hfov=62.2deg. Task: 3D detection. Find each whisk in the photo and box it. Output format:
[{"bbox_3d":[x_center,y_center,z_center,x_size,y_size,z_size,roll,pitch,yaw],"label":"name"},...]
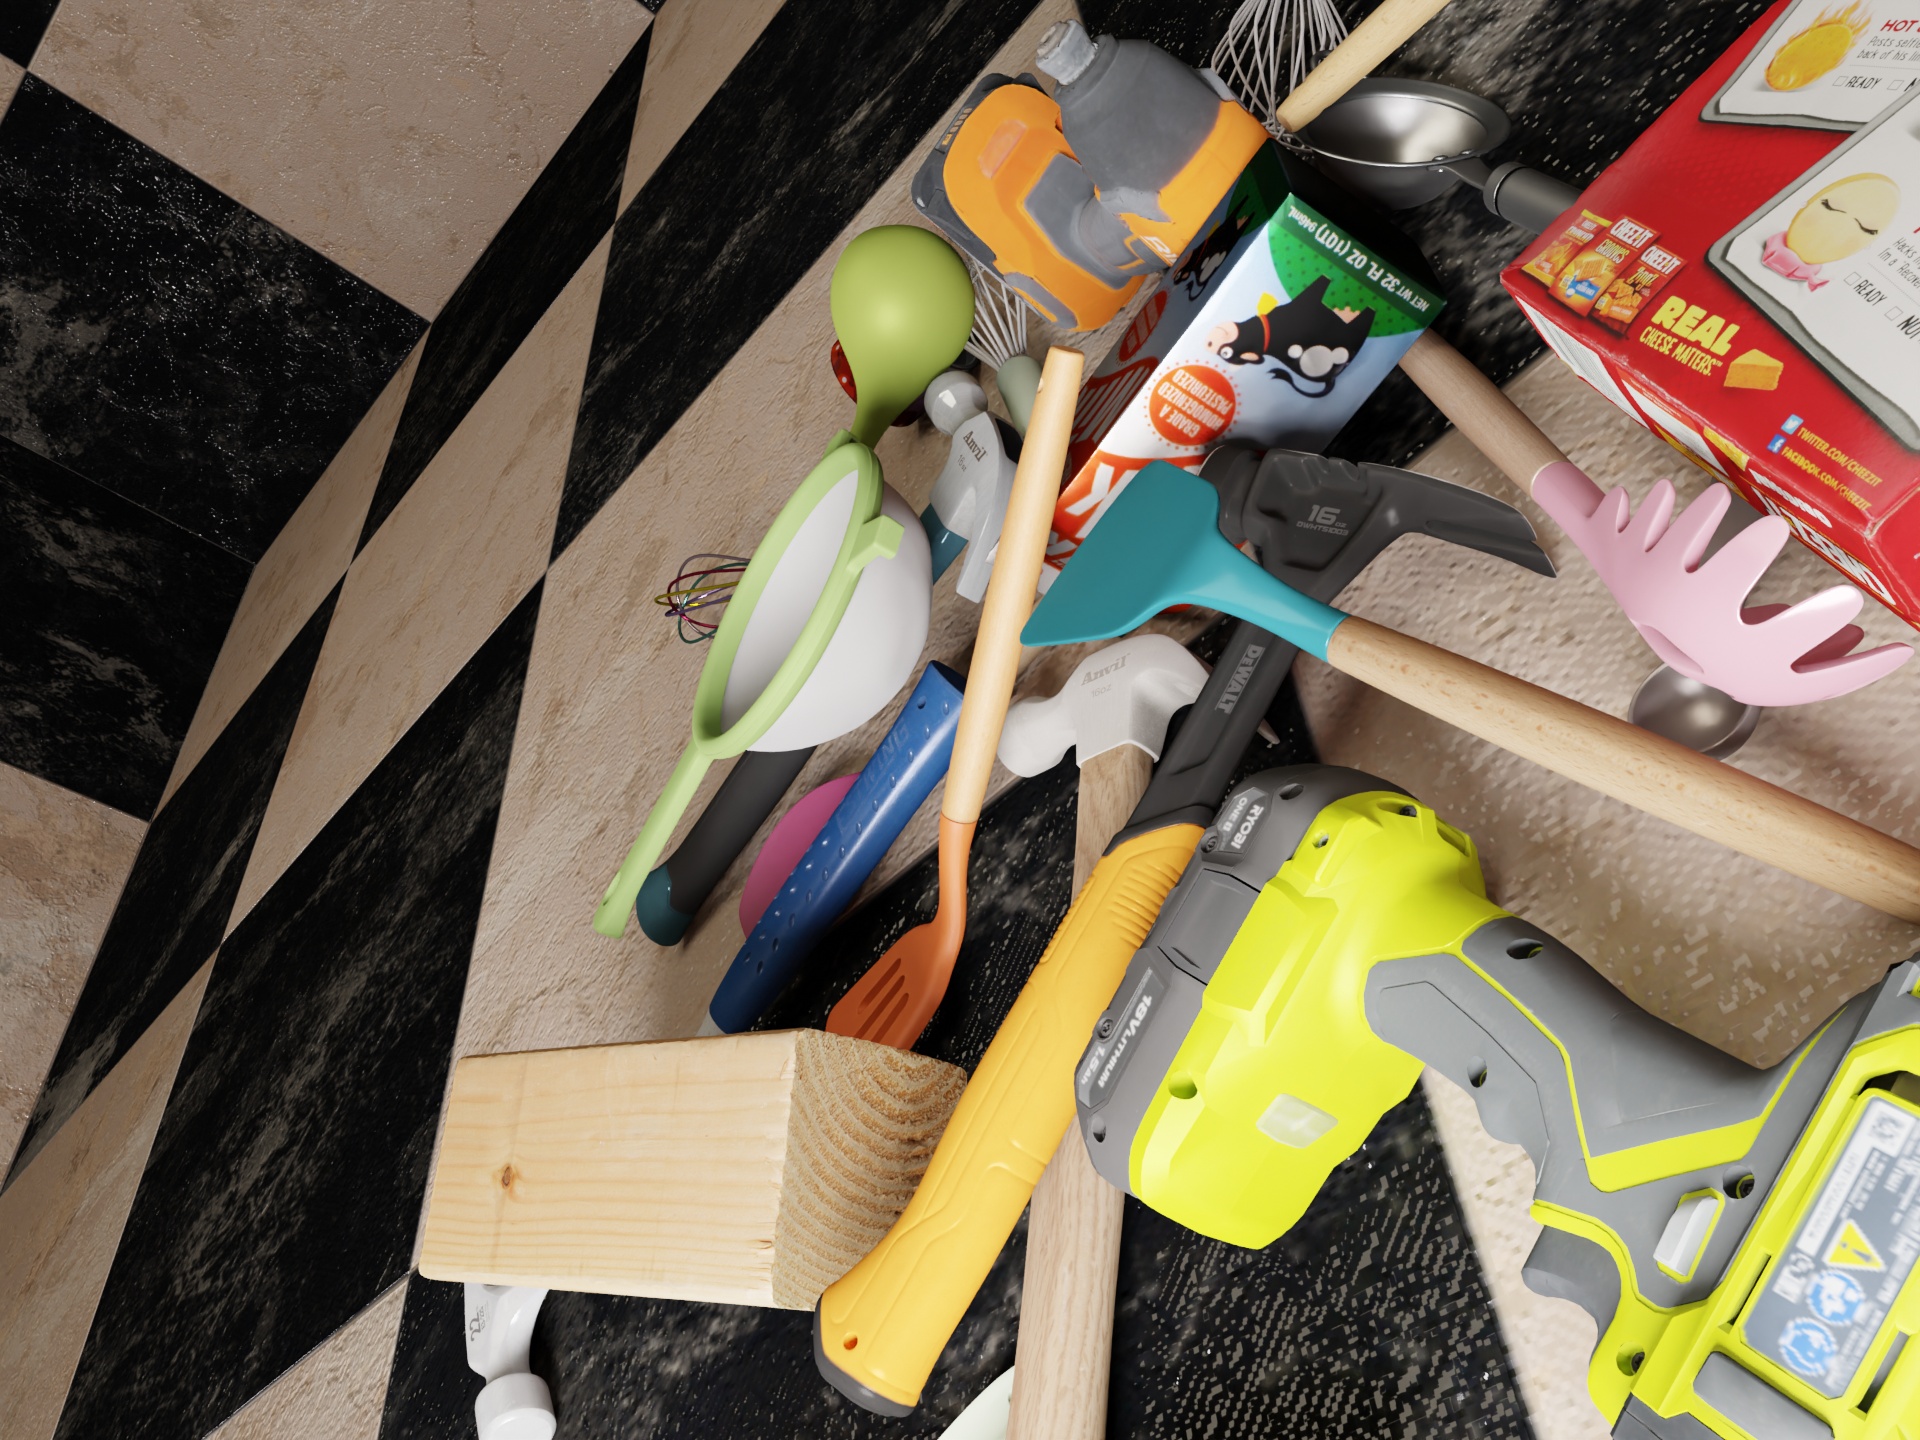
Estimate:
[{"bbox_3d":[0.162,-0.363,0.775,0.070,0.070,0.285,-28,38,42],"label":"whisk"},{"bbox_3d":[-0.110,-0.084,0.943,0.245,0.047,0.051,-8,56,50],"label":"whisk"},{"bbox_3d":[0.029,-0.180,0.818,0.058,0.059,0.247,-32,42,14],"label":"whisk"}]

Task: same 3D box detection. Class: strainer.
[{"bbox_3d":[0.195,-0.194,0.582,0.087,0.050,0.259,-16,37,-12],"label":"strainer"},{"bbox_3d":[-0.080,0.002,0.712,0.256,0.069,0.152,-58,22,16],"label":"strainer"}]

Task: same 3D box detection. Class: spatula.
[{"bbox_3d":[-0.004,0.014,0.614,0.081,0.041,0.322,-109,29,-63],"label":"spatula"},{"bbox_3d":[0.134,-0.010,0.451,0.318,0.044,0.082,31,82,41],"label":"spatula"}]

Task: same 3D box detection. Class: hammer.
[{"bbox_3d":[0.046,0.109,0.539,0.130,0.031,0.332,-28,41,42],"label":"hammer"},{"bbox_3d":[-0.071,-0.013,0.802,0.331,0.033,0.128,-52,39,22],"label":"hammer"},{"bbox_3d":[0.058,0.061,0.501,0.127,0.034,0.337,20,75,44],"label":"hammer"},{"bbox_3d":[-0.117,0.142,0.734,0.405,0.035,0.144,-54,35,12],"label":"hammer"}]

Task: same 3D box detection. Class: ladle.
[{"bbox_3d":[0.240,-0.334,0.594,0.315,0.031,0.069,-42,9,5],"label":"ladle"},{"bbox_3d":[-0.079,-0.114,0.851,0.320,0.078,0.062,-60,44,33],"label":"ladle"}]

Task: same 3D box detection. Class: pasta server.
[{"bbox_3d":[0.179,-0.089,0.491,0.040,0.060,0.316,-46,24,20],"label":"pasta server"}]

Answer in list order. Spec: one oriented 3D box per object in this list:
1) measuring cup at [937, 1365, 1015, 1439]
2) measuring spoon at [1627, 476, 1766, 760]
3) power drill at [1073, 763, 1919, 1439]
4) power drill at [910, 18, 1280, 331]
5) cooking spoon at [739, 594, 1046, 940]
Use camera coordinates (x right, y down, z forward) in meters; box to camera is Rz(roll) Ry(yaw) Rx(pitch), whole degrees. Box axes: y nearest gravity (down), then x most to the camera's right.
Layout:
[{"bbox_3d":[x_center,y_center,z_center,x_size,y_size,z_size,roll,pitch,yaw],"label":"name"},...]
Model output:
[{"bbox_3d":[-0.021,0.274,0.502,0.167,0.038,0.083,-46,31,-11],"label":"measuring cup"},{"bbox_3d":[0.215,-0.038,0.442,0.034,0.018,0.124,-8,50,51],"label":"measuring spoon"},{"bbox_3d":[0.130,0.108,0.375,0.171,0.080,0.223,-60,33,-2],"label":"power drill"},{"bbox_3d":[0.062,-0.236,0.699,0.084,0.164,0.227,-55,28,1],"label":"power drill"},{"bbox_3d":[-0.001,-0.002,0.726,0.319,0.017,0.069,-47,48,20],"label":"cooking spoon"}]
